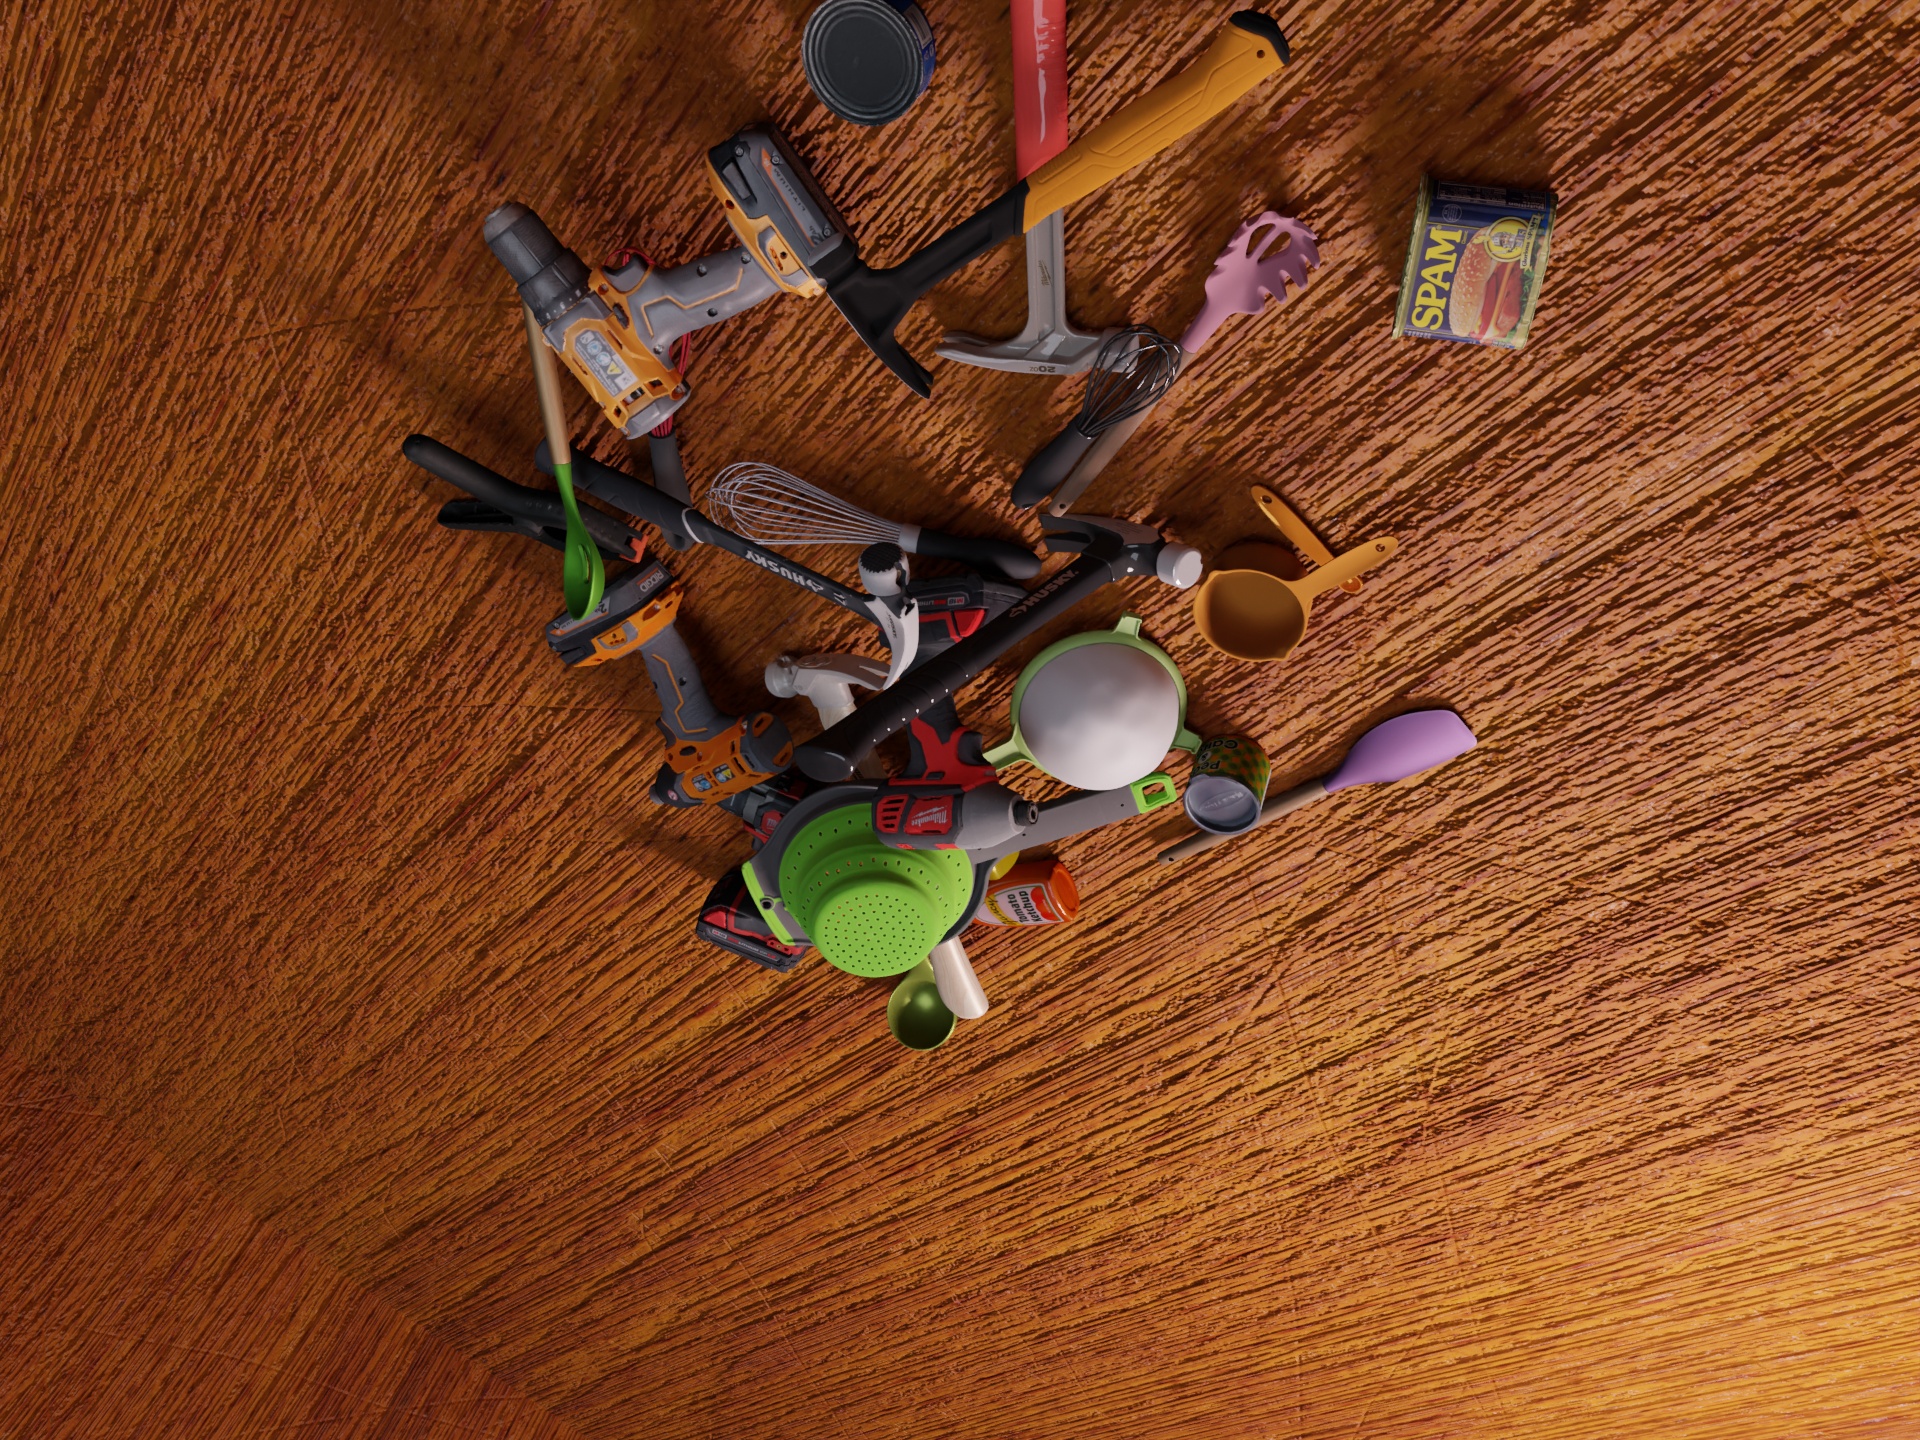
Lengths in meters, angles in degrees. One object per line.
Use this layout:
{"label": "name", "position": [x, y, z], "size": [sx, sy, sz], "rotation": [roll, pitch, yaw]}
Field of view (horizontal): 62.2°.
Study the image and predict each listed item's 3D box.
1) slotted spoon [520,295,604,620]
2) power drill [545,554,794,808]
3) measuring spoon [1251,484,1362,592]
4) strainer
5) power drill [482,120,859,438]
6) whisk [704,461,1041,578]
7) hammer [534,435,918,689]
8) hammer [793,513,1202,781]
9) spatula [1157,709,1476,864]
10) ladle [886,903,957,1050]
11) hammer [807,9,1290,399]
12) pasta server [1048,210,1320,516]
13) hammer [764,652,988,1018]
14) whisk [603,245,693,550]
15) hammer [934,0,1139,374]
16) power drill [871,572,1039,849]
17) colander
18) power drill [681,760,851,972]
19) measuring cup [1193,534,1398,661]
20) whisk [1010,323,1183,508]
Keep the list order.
{"label": "slotted spoon", "position": [-0.329, -0.236, 1.299], "size": [0.070, 0.031, 0.313], "rotation": [22, 123, 54]}
{"label": "power drill", "position": [-0.275, -0.021, 1.461], "size": [0.164, 0.084, 0.226], "rotation": [-25, 107, 33]}
{"label": "measuring spoon", "position": [0.263, -0.140, 1.206], "size": [0.117, 0.011, 0.021], "rotation": [42, 145, -11]}
{"label": "strainer", "position": [0.071, 0.027, 1.325], "size": [0.256, 0.069, 0.151], "rotation": [-25, 120, 9]}
{"label": "power drill", "position": [-0.210, -0.334, 1.136], "size": [0.226, 0.084, 0.185], "rotation": [-32, 114, 15]}
{"label": "whisk", "position": [-0.072, -0.157, 1.304], "size": [0.284, 0.070, 0.070], "rotation": [13, 133, 5]}
{"label": "hammer", "position": [-0.197, -0.148, 1.288], "size": [0.409, 0.036, 0.149], "rotation": [27, 150, 27]}
{"label": "hammer", "position": [0.014, -0.057, 1.173], "size": [0.146, 0.335, 0.035], "rotation": [27, 143, 45]}
{"label": "spatula", "position": [0.291, 0.063, 1.363], "size": [0.316, 0.018, 0.059], "rotation": [-30, 115, 37]}
{"label": "ladle", "position": [-0.053, 0.209, 1.610], "size": [0.078, 0.062, 0.319], "rotation": [7, 128, 19]}
{"label": "hammer", "position": [0.065, -0.342, 1.041], "size": [0.337, 0.034, 0.127], "rotation": [-27, 120, 26]}
{"label": "pasta server", "position": [0.147, -0.246, 1.143], "size": [0.060, 0.040, 0.316], "rotation": [26, 136, -15]}
{"label": "hammer", "position": [-0.049, 0.118, 1.486], "size": [0.146, 0.038, 0.410], "rotation": [4, 126, 42]}
{"label": "whisk", "position": [-0.246, -0.251, 1.293], "size": [0.073, 0.073, 0.295], "rotation": [13, 139, 12]}
{"label": "hammer", "position": [0.045, -0.398, 1.056], "size": [0.149, 0.037, 0.358], "rotation": [9, 132, 16]}
{"label": "power drill", "position": [-0.002, -0.004, 1.295], "size": [0.143, 0.078, 0.220], "rotation": [-2, 85, 32]}
{"label": "colander", "position": [0.001, 0.134, 1.398], "size": [0.397, 0.095, 0.204], "rotation": [-18, 122, 9]}
{"label": "power drill", "position": [-0.209, 0.134, 1.598], "size": [0.188, 0.080, 0.226], "rotation": [22, 131, 3]}
{"label": "measuring cup", "position": [0.257, -0.111, 1.202], "size": [0.173, 0.052, 0.095], "rotation": [-28, 114, 38]}
{"label": "whisk", "position": [0.090, -0.214, 1.160], "size": [0.055, 0.055, 0.239], "rotation": [34, 150, -8]}
